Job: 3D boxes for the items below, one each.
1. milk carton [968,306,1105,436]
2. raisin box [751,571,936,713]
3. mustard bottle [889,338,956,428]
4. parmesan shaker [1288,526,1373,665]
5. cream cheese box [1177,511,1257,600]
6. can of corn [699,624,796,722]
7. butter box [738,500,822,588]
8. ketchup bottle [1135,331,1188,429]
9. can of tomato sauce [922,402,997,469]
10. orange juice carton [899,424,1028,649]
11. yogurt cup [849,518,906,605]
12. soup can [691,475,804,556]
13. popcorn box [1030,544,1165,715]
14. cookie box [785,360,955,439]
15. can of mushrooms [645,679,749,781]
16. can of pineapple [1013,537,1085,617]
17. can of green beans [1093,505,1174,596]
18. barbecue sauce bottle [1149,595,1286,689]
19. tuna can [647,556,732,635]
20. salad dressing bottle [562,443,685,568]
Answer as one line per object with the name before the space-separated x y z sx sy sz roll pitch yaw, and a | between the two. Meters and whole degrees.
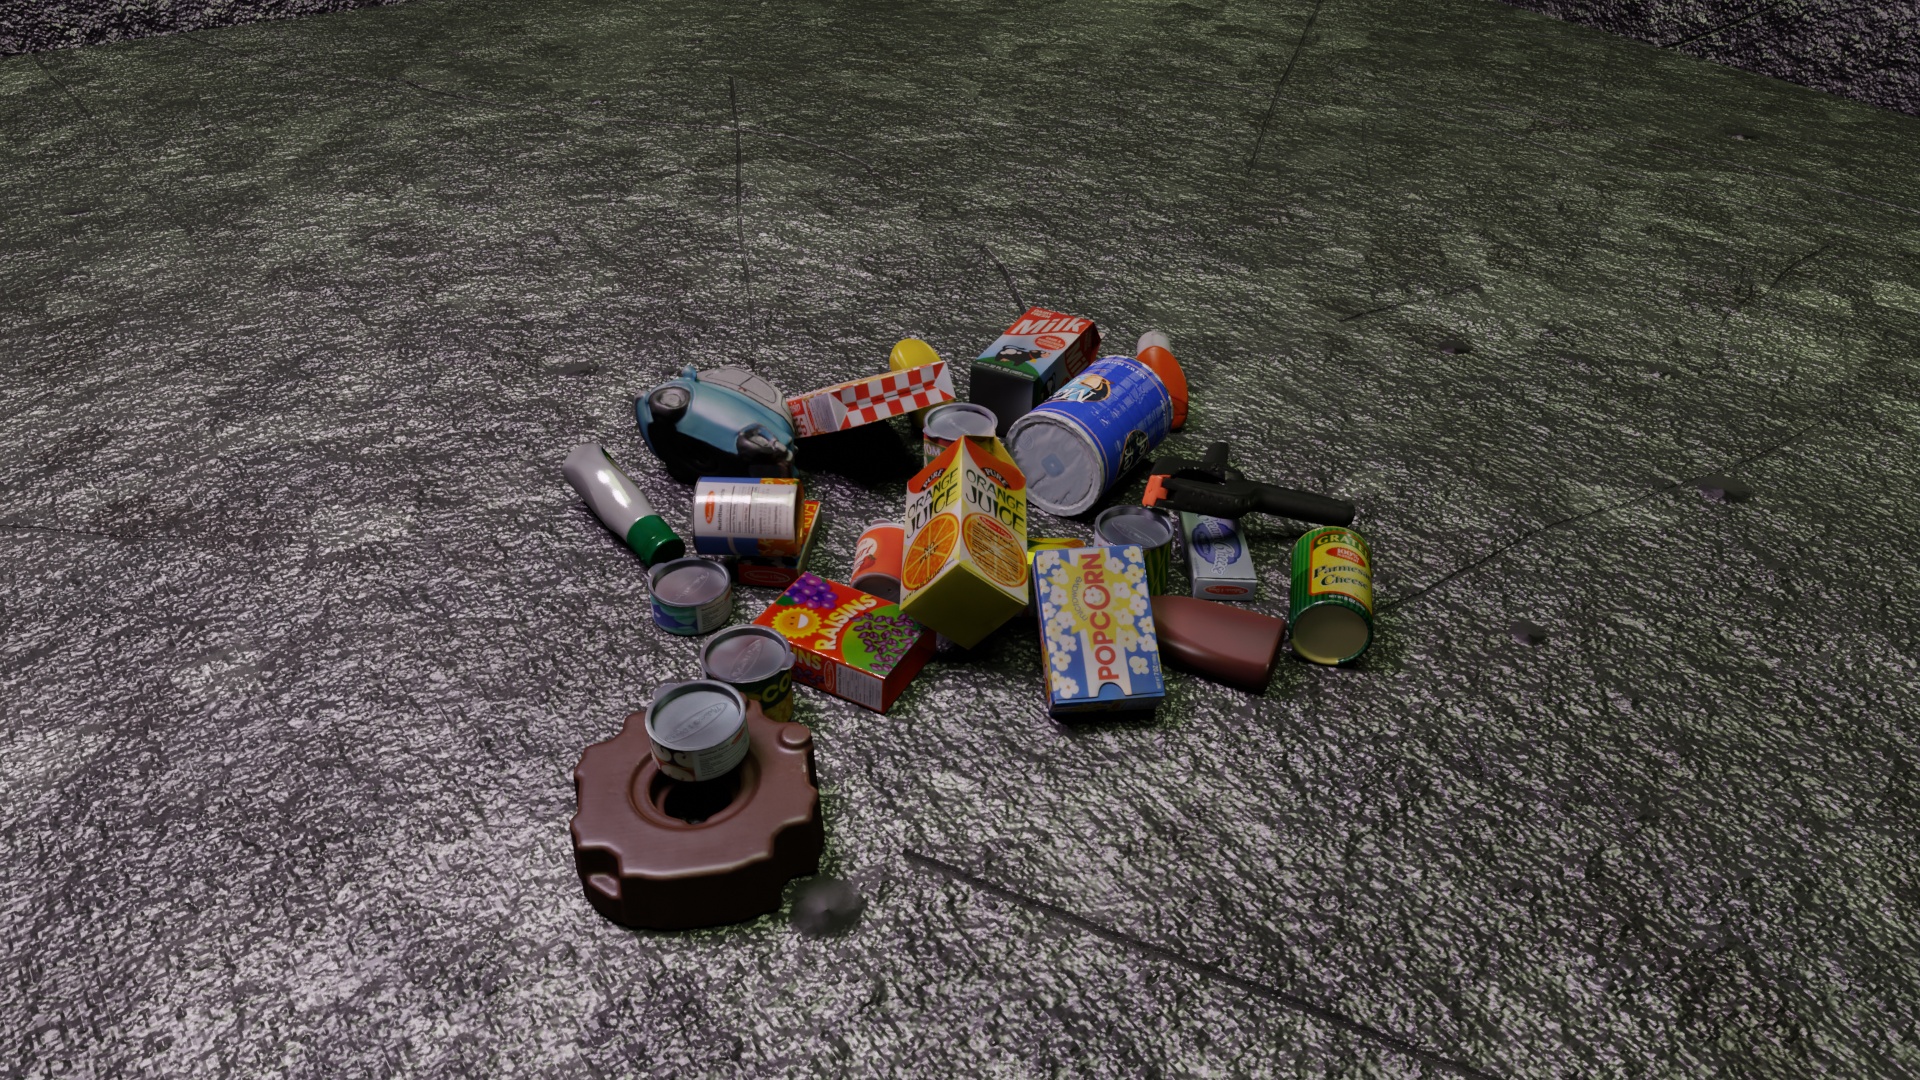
milk carton | 0.082 -0.181 1.429 0.072 0.073 0.191 17 38 20
raisin box | -0.092 0.078 1.089 0.123 0.039 0.086 18 39 20
mustard bottle | -0.043 -0.171 1.421 0.049 0.065 0.161 -10 33 -9
parmesan shaker | 0.304 0.045 1.129 0.071 0.071 0.103 8 36 9
cream cheese box | 0.222 0.011 1.207 0.053 0.024 0.104 2 36 -2
can of corn | -0.155 0.106 1.031 0.071 0.058 0.071 1 35 -1
butter box | -0.155 0.001 1.206 0.053 0.024 0.104 5 36 4
ketchup bottle | 0.203 -0.169 1.443 0.065 0.043 0.149 5 36 3
can of tomato sauce | -0.002 -0.073 1.266 0.071 0.082 0.071 1 35 -1
orange juice carton | 0.004 -0.014 1.122 0.073 0.071 0.194 33 36 -26
yogurt cup | -0.058 0.027 1.142 0.072 0.072 0.054 8 44 8
soup can | -0.175 -0.019 1.158 0.084 0.071 0.072 2 35 2
popcorn box | 0.104 0.068 1.066 0.085 0.038 0.127 -3 65 -7
cookie box | -0.100 -0.131 1.313 0.123 0.040 0.167 -19 9 -27
can of mushrooms | -0.176 0.125 0.928 0.071 0.033 0.071 0 38 0
can of pineapple | 0.072 0.028 1.140 0.058 0.070 0.071 1 35 -3
can of green beans | 0.145 0.012 1.175 0.071 0.057 0.071 1 35 -1
barbecue sauce bottle | 0.179 0.072 1.106 0.148 0.043 0.065 15 40 19
tuna can | -0.222 0.045 1.135 0.071 0.032 0.071 1 35 -1
salad dressing bottle | -0.294 -0.028 1.215 0.044 0.064 0.148 -37 57 -17
